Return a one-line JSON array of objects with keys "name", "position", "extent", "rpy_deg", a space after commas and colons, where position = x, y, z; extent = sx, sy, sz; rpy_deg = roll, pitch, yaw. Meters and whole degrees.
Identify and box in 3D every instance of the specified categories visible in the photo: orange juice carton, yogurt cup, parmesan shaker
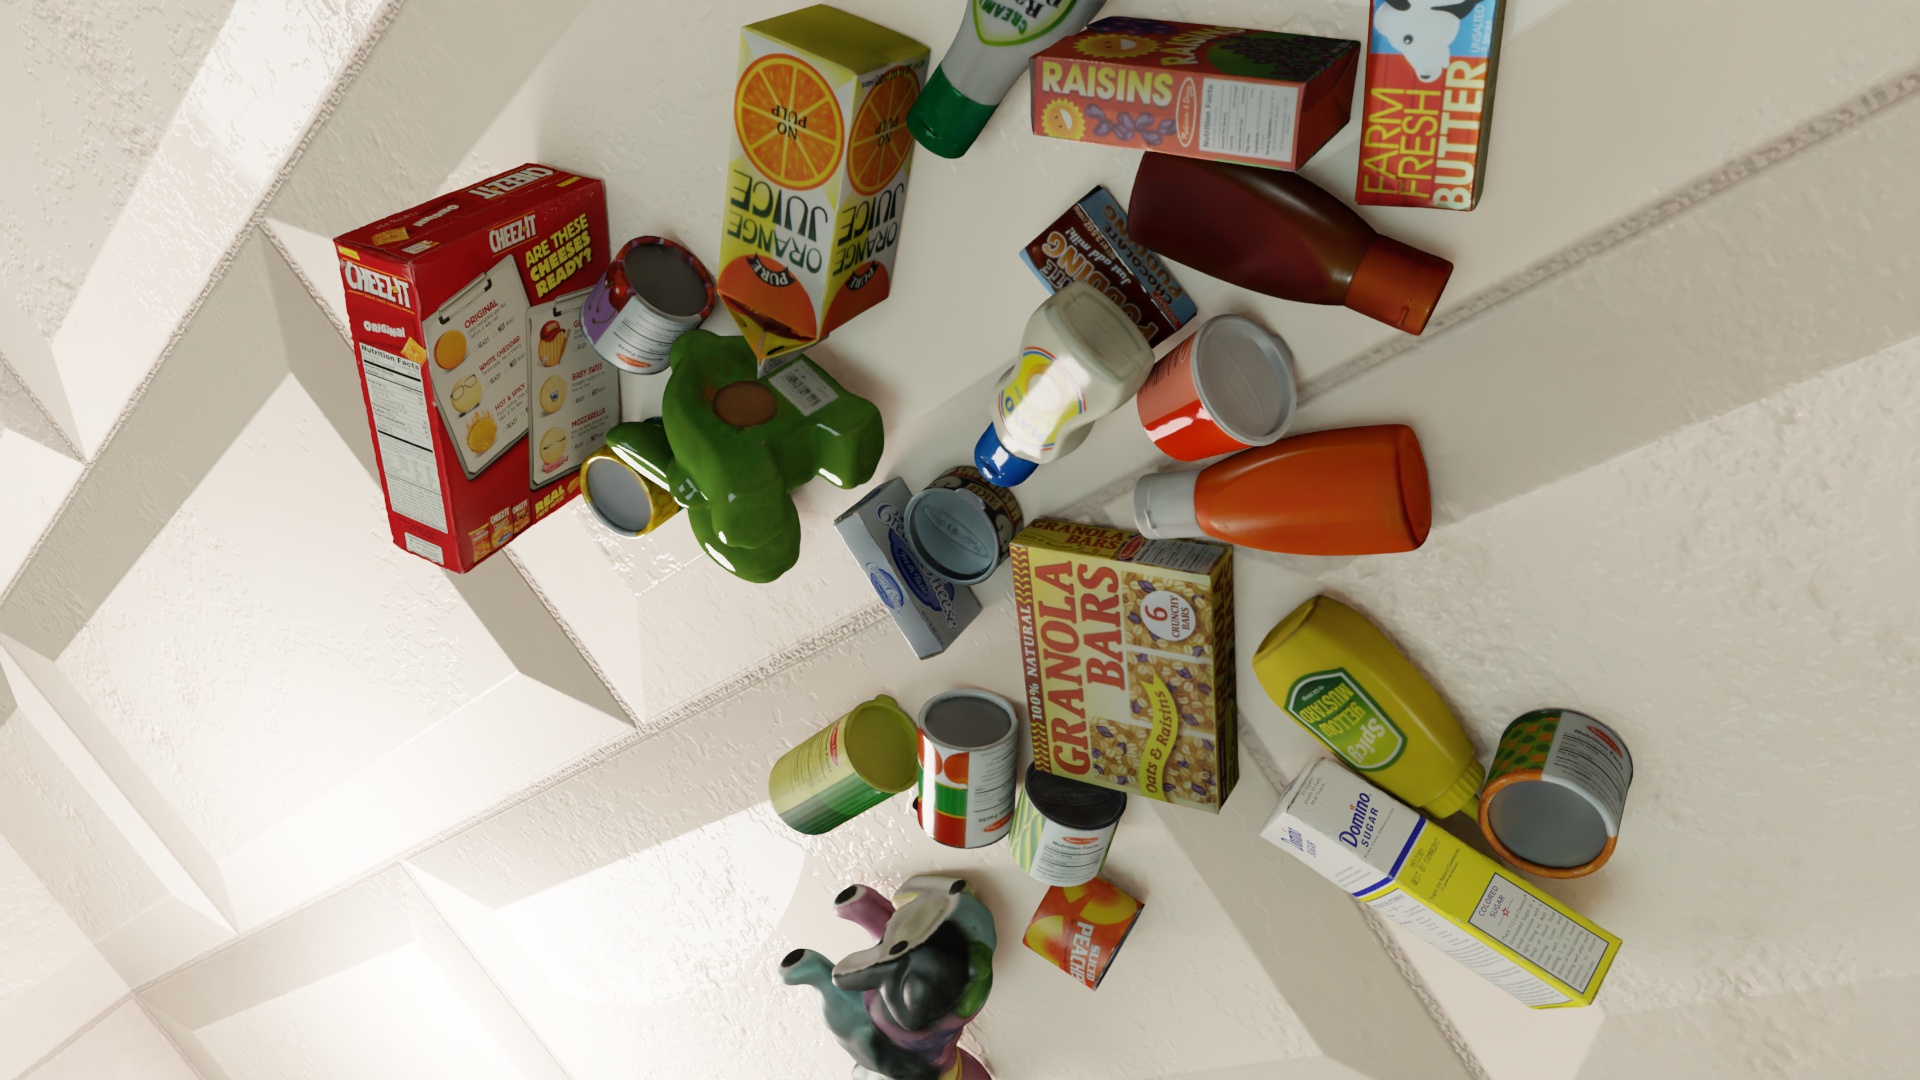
[{"name": "orange juice carton", "position": [-0.080, -0.182, 0.760], "extent": [0.073, 0.072, 0.191], "rpy_deg": [27, 129, 18]}, {"name": "yogurt cup", "position": [0.126, -0.073, 0.698], "extent": [0.072, 0.073, 0.053], "rpy_deg": [55, 144, -7]}, {"name": "parmesan shaker", "position": [-0.081, 0.159, 0.977], "extent": [0.071, 0.072, 0.102], "rpy_deg": [51, 133, -3]}]

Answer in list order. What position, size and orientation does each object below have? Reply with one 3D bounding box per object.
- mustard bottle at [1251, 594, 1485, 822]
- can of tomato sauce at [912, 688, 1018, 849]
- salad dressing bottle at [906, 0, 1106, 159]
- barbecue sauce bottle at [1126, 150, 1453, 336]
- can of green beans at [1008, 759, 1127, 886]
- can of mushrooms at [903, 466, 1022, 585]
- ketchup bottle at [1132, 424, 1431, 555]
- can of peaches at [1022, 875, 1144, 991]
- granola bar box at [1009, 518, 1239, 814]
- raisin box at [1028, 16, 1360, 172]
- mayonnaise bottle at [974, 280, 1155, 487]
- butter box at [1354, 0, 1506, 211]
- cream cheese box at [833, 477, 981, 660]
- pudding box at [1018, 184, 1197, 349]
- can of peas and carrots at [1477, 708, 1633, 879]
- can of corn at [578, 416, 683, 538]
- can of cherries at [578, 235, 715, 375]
[{"name": "mustard bottle", "position": [0.232, 0.101, 0.745], "extent": [0.160, 0.049, 0.065], "rpy_deg": [43, 135, 4]}, {"name": "can of tomato sauce", "position": [0.003, 0.148, 0.912], "extent": [0.071, 0.071, 0.082], "rpy_deg": [17, 124, 24]}, {"name": "salad dressing bottle", "position": [0.024, -0.250, 0.670], "extent": [0.064, 0.044, 0.147], "rpy_deg": [46, 132, 5]}, {"name": "barbecue sauce bottle", "position": [0.153, -0.141, 0.651], "extent": [0.149, 0.044, 0.064], "rpy_deg": [27, 148, 15]}, {"name": "can of green beans", "position": [0.068, 0.177, 0.888], "extent": [0.071, 0.071, 0.057], "rpy_deg": [26, 129, 17]}, {"name": "can of mushrooms", "position": [0.003, -0.010, 0.837], "extent": [0.071, 0.034, 0.070], "rpy_deg": [17, 125, 25]}, {"name": "ketchup bottle", "position": [0.162, -0.022, 0.719], "extent": [0.148, 0.044, 0.064], "rpy_deg": [-4, 114, 35]}, {"name": "can of peaches", "position": [0.081, 0.256, 0.924], "extent": [0.058, 0.071, 0.070], "rpy_deg": [30, 130, 16]}, {"name": "granola bar box", "position": [0.099, 0.073, 0.822], "extent": [0.124, 0.039, 0.164], "rpy_deg": [9, 122, 28]}, {"name": "raisin box", "position": [0.104, -0.202, 0.618], "extent": [0.123, 0.086, 0.039], "rpy_deg": [15, 127, 25]}, {"name": "mayonnaise bottle", "position": [0.047, -0.074, 0.737], "extent": [0.065, 0.041, 0.147], "rpy_deg": [47, 151, 5]}, {"name": "butter box", "position": [0.202, -0.195, 0.600], "extent": [0.053, 0.024, 0.103], "rpy_deg": [12, 123, 26]}, {"name": "cream cheese box", "position": [-0.032, 0.017, 0.863], "extent": [0.024, 0.054, 0.103], "rpy_deg": [-24, 103, 38]}, {"name": "pudding box", "position": [0.076, -0.133, 0.716], "extent": [0.083, 0.030, 0.049], "rpy_deg": [52, 133, -5]}, {"name": "can of peas and carrots", "position": [0.303, 0.131, 0.711], "extent": [0.071, 0.059, 0.070], "rpy_deg": [16, 125, 25]}, {"name": "can of corn", "position": [-0.214, -0.044, 0.941], "extent": [0.071, 0.058, 0.070], "rpy_deg": [16, 125, 24]}, {"name": "can of cherries", "position": [-0.194, -0.148, 0.861], "extent": [0.071, 0.072, 0.058], "rpy_deg": [48, 131, -1]}]
